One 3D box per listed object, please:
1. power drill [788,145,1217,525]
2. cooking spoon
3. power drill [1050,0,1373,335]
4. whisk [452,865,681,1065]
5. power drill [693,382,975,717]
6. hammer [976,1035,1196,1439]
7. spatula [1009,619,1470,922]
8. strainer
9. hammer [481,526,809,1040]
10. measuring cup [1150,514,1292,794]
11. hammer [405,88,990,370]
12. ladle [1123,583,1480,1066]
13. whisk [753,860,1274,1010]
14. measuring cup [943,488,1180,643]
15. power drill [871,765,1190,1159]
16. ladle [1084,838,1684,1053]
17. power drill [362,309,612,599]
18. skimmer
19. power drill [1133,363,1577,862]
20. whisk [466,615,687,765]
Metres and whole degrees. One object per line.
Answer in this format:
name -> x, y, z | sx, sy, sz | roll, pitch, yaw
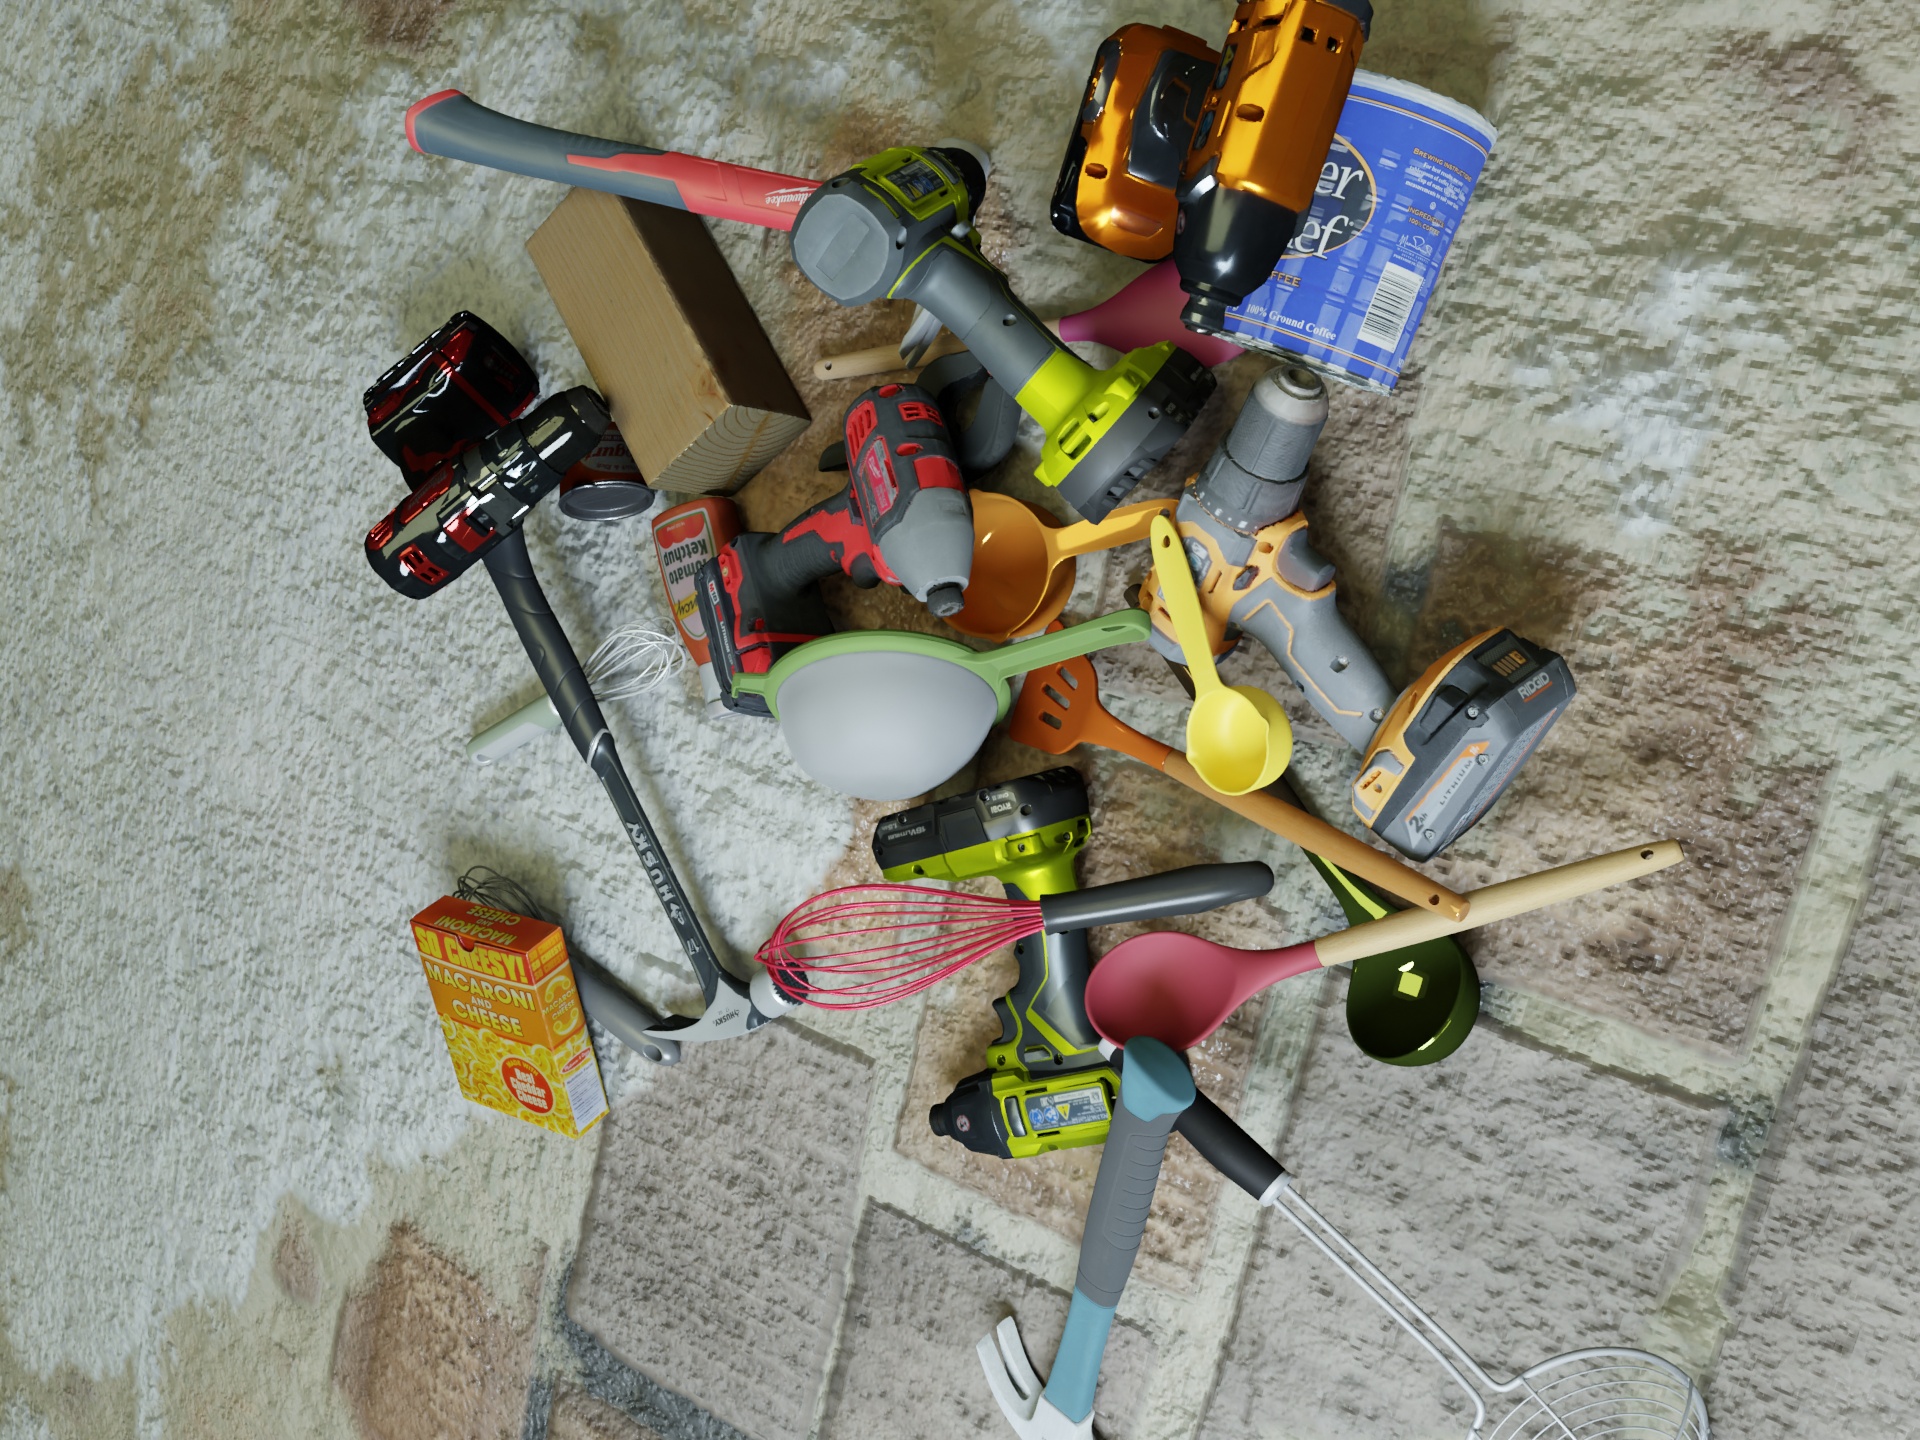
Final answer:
power drill -> 0.030, -0.230, 0.888 | 0.228, 0.191, 0.080 | 42, 124, -4
cooking spoon -> 0.041, -0.237, 0.982 | 0.319, 0.017, 0.069 | -1, 93, 31
power drill -> 0.119, -0.287, 0.824 | 0.227, 0.084, 0.164 | -129, 54, -68
whisk -> -0.297, 0.184, 1.192 | 0.239, 0.055, 0.055 | 33, 108, 22
power drill -> -0.072, -0.091, 0.982 | 0.219, 0.078, 0.143 | -37, 62, 43
hammer -> 0.083, 0.318, 0.913 | 0.128, 0.033, 0.330 | 30, 125, 31
spatula -> 0.141, 0.032, 0.886 | 0.323, 0.041, 0.081 | 29, 104, 37
strainer -> -0.001, -0.003, 0.932 | 0.256, 0.151, 0.069 | -16, 58, 32
hammer -> -0.247, 0.039, 1.119 | 0.149, 0.036, 0.409 | -31, 84, 38
measuring cup -> 0.136, -0.037, 0.847 | 0.062, 0.029, 0.156 | -30, 73, 51
hammer -> -0.183, -0.331, 1.018 | 0.386, 0.038, 0.143 | 15, 83, 11
ladle -> 0.177, 0.048, 0.889 | 0.078, 0.062, 0.320 | -43, 68, 27
whisk -> 0.028, 0.112, 0.889 | 0.296, 0.073, 0.073 | -10, 86, 7
measuring cup -> 0.064, -0.102, 0.956 | 0.173, 0.052, 0.095 | -14, 84, 28
power drill -> 0.032, 0.152, 0.971 | 0.171, 0.080, 0.223 | -18, 86, 30
ladle -> 0.210, 0.112, 0.824 | 0.315, 0.031, 0.069 | -21, 62, 25
power drill -> -0.334, -0.201, 1.113 | 0.188, 0.080, 0.227 | -37, 40, 8
skimmer -> 0.223, 0.288, 0.849 | 0.363, 0.090, 0.127 | 41, 106, 24
power drill -> 0.201, -0.059, 0.825 | 0.226, 0.084, 0.185 | 44, 141, 23
whisk -> -0.290, -0.015, 1.178 | 0.246, 0.057, 0.059 | -25, 54, 34
